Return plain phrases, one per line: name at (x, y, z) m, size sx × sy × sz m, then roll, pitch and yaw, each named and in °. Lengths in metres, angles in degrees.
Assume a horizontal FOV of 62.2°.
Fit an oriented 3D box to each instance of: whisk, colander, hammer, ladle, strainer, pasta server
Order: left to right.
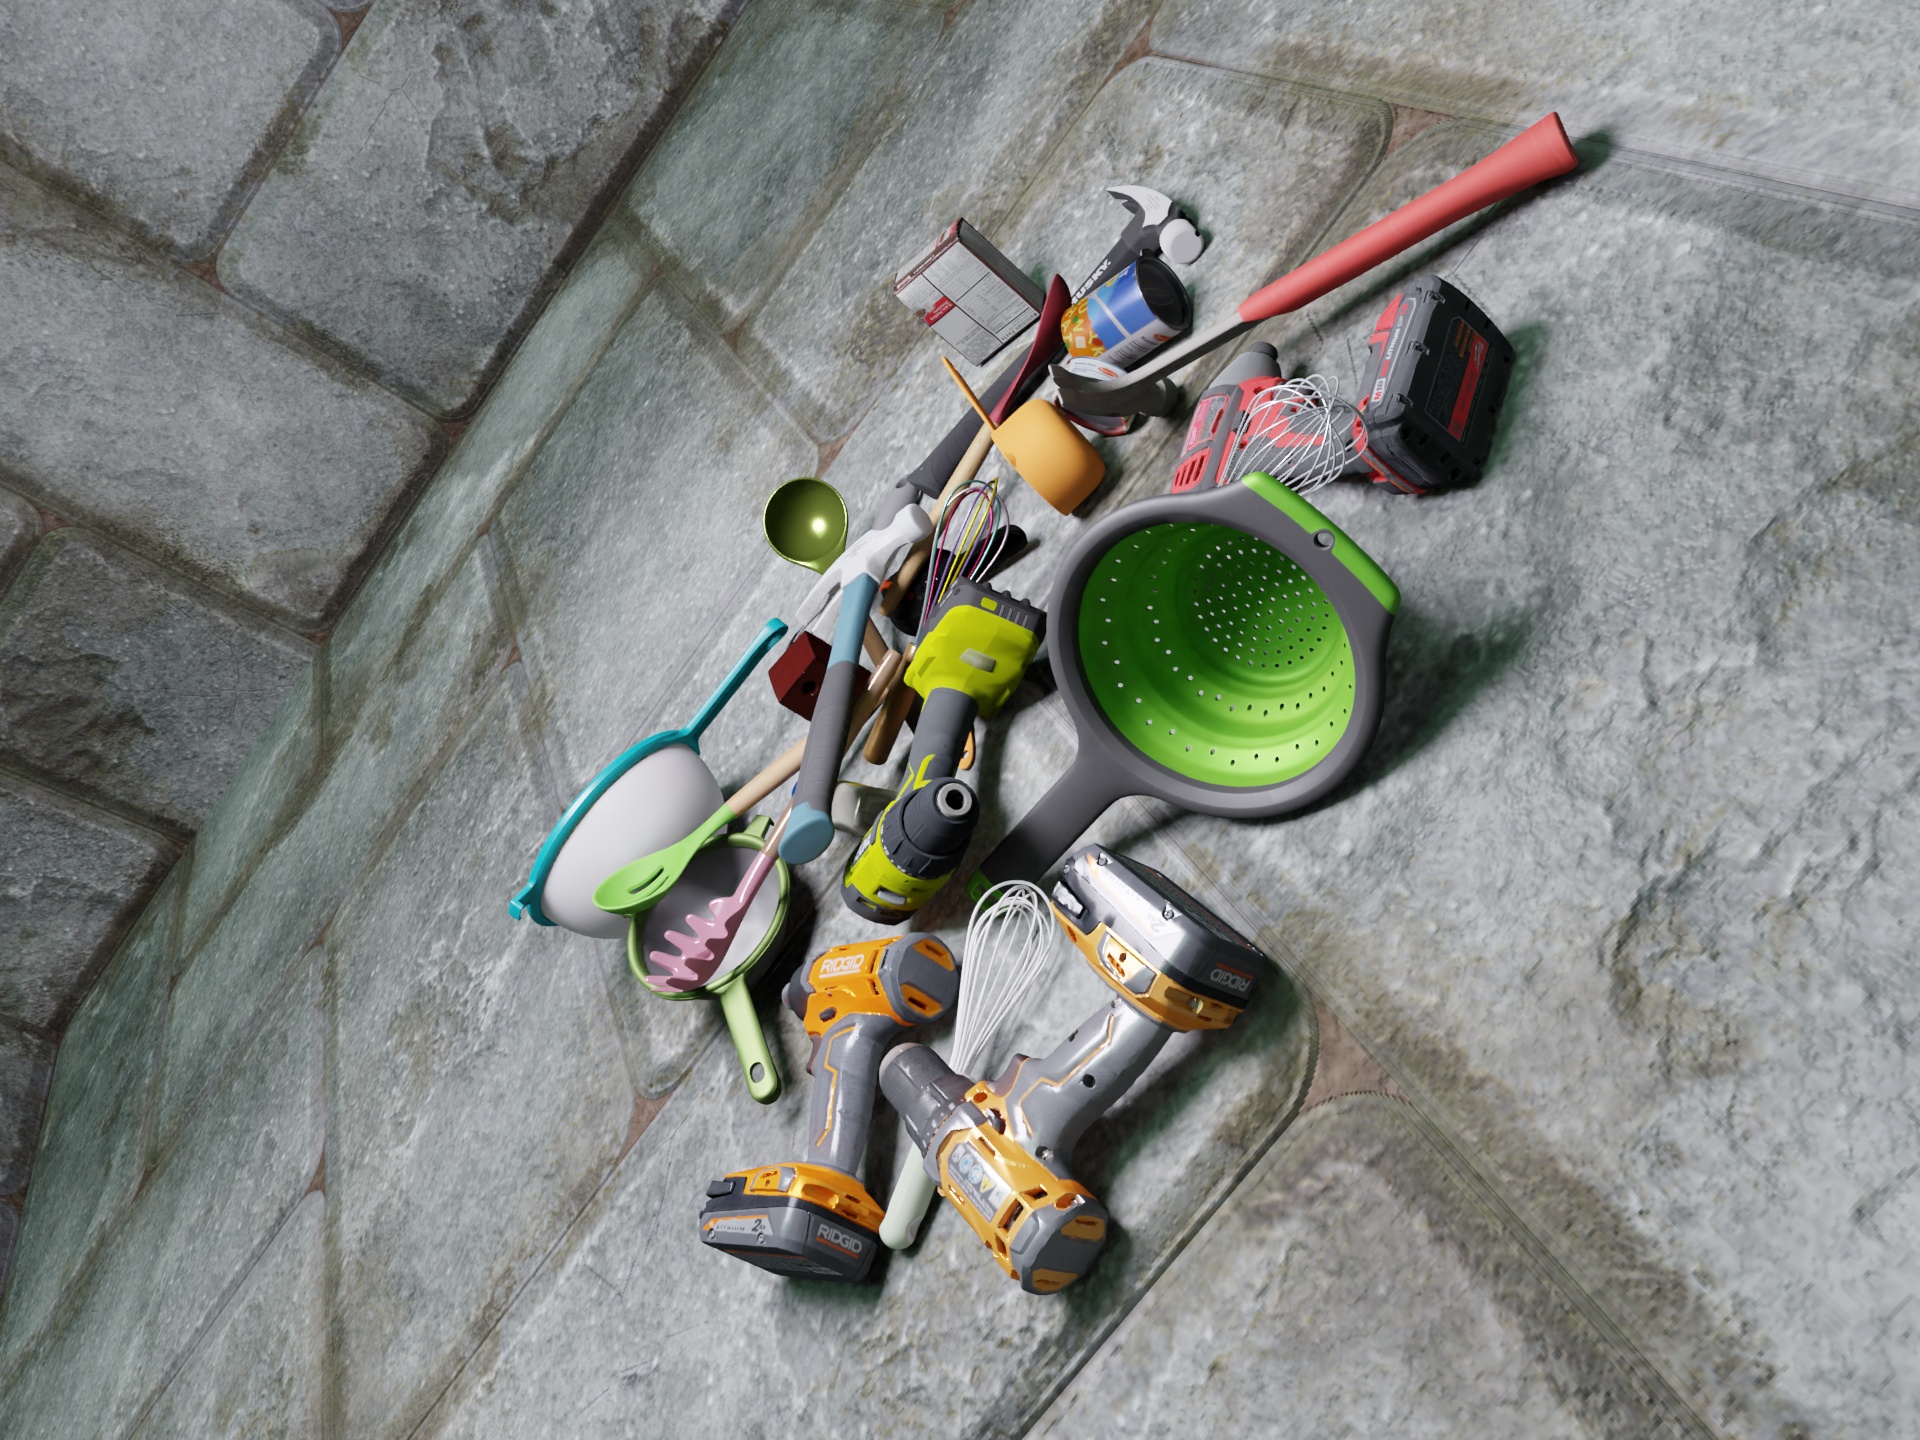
strainer at (-0.234, 0.068, 1.397) m, size 0.095 × 0.211 × 0.340 m, roll 37°, pitch 89°, yaw 13°
strainer at (-0.172, 0.205, 1.256) m, size 0.151 × 0.069 × 0.257 m, roll -32°, pitch 47°, yaw 4°
pasta server at (-0.139, 0.077, 1.219) m, size 0.316 × 0.040 × 0.060 m, roll -58°, pitch 27°, yaw -2°
hammer at (-0.092, -0.028, 1.211) m, size 0.128 × 0.033 × 0.331 m, roll -32°, pitch 33°, yaw 33°
ladle at (-0.092, -0.096, 1.352) m, size 0.078 × 0.062 × 0.321 m, roll -32°, pitch 49°, yaw 3°
whisk at (-0.096, -0.124, 1.442) m, size 0.055 × 0.055 × 0.239 m, roll 5°, pitch 64°, yaw 55°
whisk at (-0.023, -0.077, 1.237) m, size 0.047 × 0.051 × 0.245 m, roll 37°, pitch 107°, yaw 50°
whisk at (0.001, 0.219, 1.020) m, size 0.059 × 0.057 × 0.246 m, roll 18°, pitch 82°, yaw 26°
ladle at (0.014, -0.224, 1.316) m, size 0.315 × 0.031 × 0.069 m, roll -60°, pitch -5°, yaw 2°
hammer at (0.068, -0.323, 1.389) m, size 0.334 × 0.035 × 0.146 m, roll -46°, pitch 35°, yaw 20°
colander at (0.122, -0.004, 0.990) m, size 0.094 × 0.204 × 0.397 m, roll -43°, pitch -6°, yaw -48°
whisk at (0.167, -0.133, 0.996) m, size 0.284 × 0.070 × 0.070 m, roll 131°, pitch 158°, yaw -66°
hammer at (0.233, -0.298, 1.073) m, size 0.359 × 0.149 × 0.037 m, roll -25°, pitch 81°, yaw 34°

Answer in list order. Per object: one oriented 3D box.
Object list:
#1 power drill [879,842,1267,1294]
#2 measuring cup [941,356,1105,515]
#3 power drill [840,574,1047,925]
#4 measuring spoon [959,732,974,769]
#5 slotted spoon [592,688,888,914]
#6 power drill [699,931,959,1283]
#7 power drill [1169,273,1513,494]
power drill at (0.052, 0.185, 0.924) m, size 0.186 × 0.084 × 0.226 m, roll 38°, pitch 99°, yaw 47°
measuring cup at (0.049, -0.240, 1.251) m, size 0.052 × 0.095 × 0.174 m, roll -40°, pitch 70°, yaw 15°
power drill at (-0.009, 0.018, 1.113) m, size 0.190 × 0.080 × 0.229 m, roll 127°, pitch 163°, yaw -61°
measuring spoon at (-0.002, -0.004, 1.244) m, size 0.021 × 0.011 × 0.117 m, roll -29°, pitch 44°, yaw 18°
slotted spoon at (-0.167, 0.058, 1.305) m, size 0.314 × 0.031 × 0.070 m, roll -39°, pitch 31°, yaw -10°
power drill at (-0.096, 0.258, 1.090) m, size 0.164 × 0.084 × 0.227 m, roll -17°, pitch 46°, yaw 48°
power drill at (0.233, -0.200, 1.024) m, size 0.220 × 0.078 × 0.143 m, roll -6°, pitch 59°, yaw 56°
